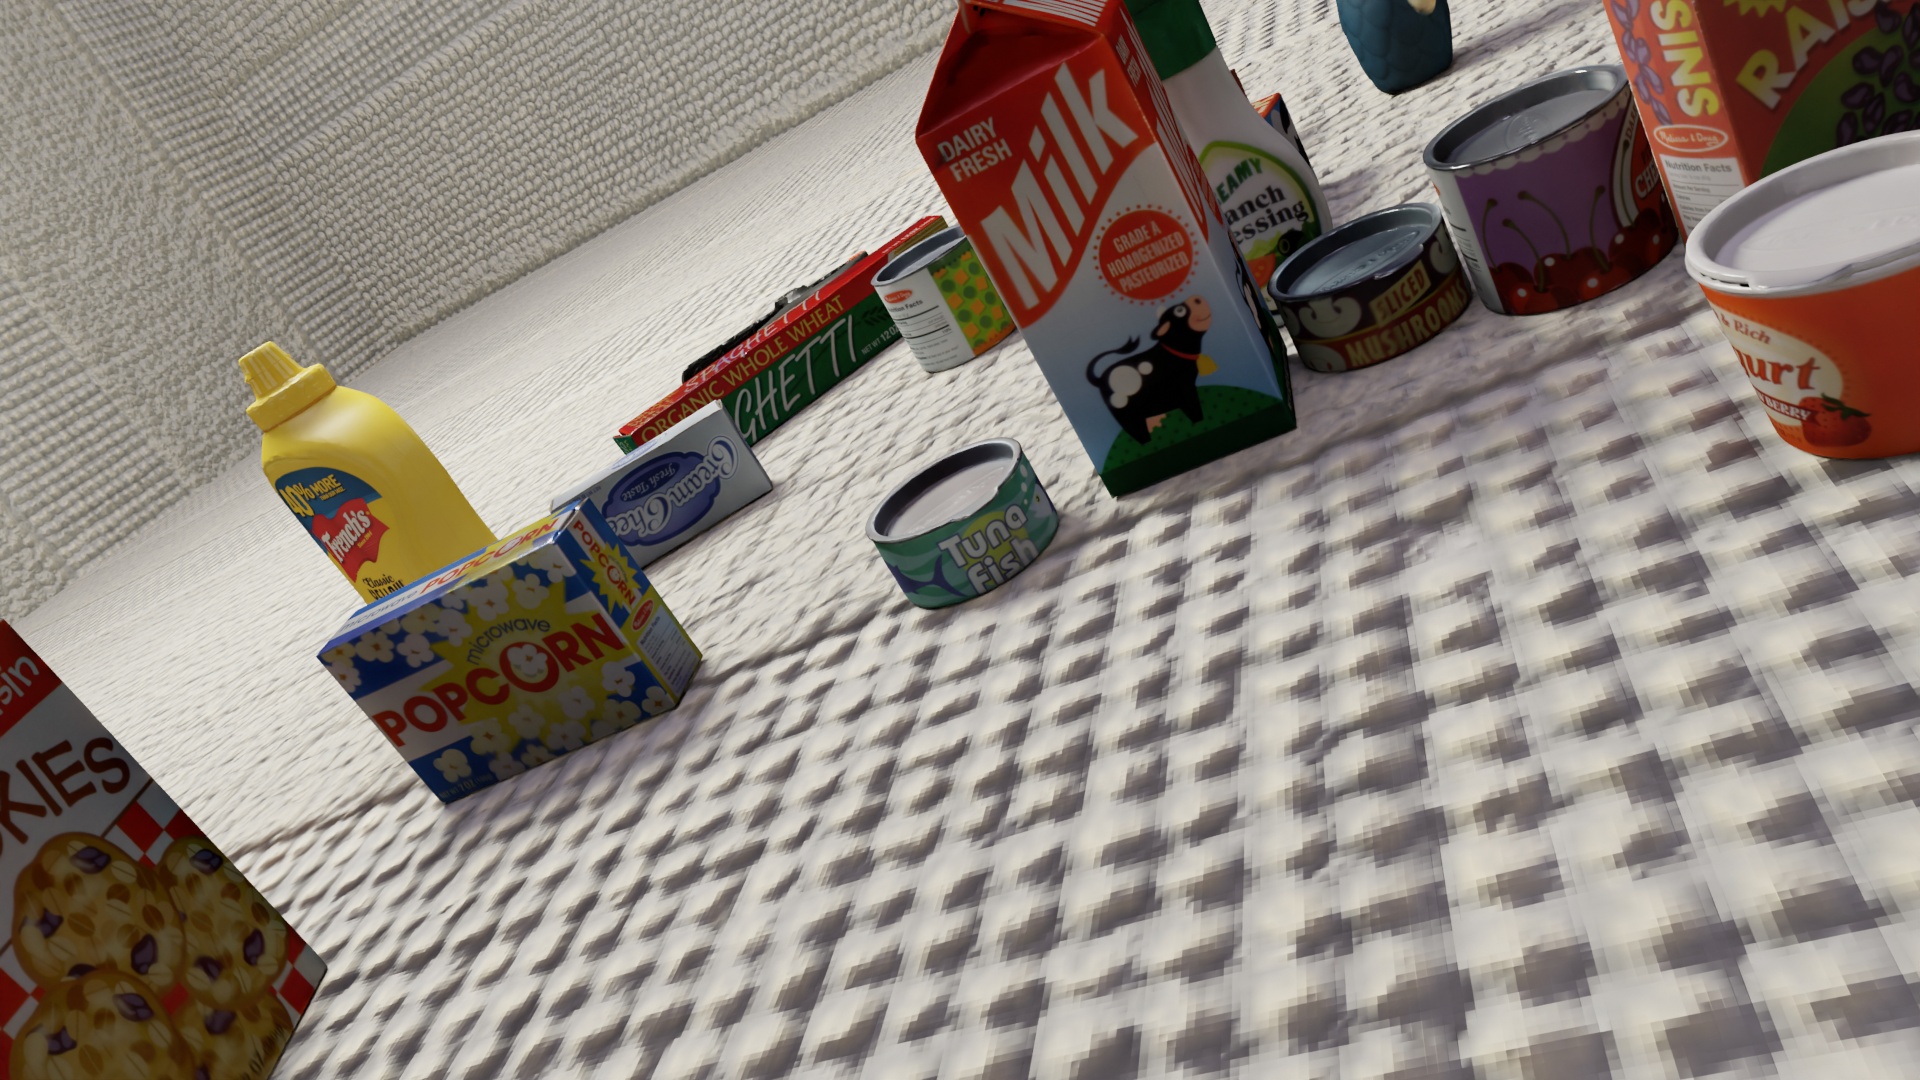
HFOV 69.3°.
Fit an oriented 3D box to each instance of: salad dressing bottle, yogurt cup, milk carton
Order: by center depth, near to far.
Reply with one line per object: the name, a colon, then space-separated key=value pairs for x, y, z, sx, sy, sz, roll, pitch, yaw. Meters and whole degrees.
yogurt cup: x=0.211 y=-0.056 z=0.321 sx=0.072 sy=0.053 sz=0.073 roll=-26 pitch=22 yaw=12
milk carton: x=0.046 y=-0.118 z=0.487 sx=0.073 sy=0.190 sz=0.073 roll=-22 pitch=23 yaw=22
salad dressing bottle: x=0.101 y=-0.156 z=0.556 sx=0.064 sy=0.147 sz=0.044 roll=-26 pitch=22 yaw=14

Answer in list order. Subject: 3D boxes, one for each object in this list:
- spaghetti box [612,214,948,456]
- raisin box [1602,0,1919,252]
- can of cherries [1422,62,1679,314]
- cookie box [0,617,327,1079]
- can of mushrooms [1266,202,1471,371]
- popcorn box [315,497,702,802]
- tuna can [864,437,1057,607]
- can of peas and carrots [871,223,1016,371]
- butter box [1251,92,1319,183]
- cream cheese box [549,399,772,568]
spaghetti box: x=-0.096 y=-0.115 z=0.853 sx=0.251 sy=0.050 sz=0.028 roll=-39 pitch=23 yaw=-20
raisin box: x=0.236 y=-0.147 z=0.394 sx=0.086 sy=0.123 sz=0.040 roll=-32 pitch=21 yaw=-3
can of cherries: x=0.200 y=-0.118 z=0.465 sx=0.071 sy=0.058 sz=0.072 roll=-26 pitch=22 yaw=12
cookie box: x=-0.284 y=0.122 z=0.424 sx=0.040 sy=0.167 sz=0.123 roll=-28 pitch=22 yaw=8
can of mushrooms: x=0.150 y=-0.092 z=0.507 sx=0.071 sy=0.033 sz=0.071 roll=-26 pitch=22 yaw=12
popcorn box: x=-0.183 y=0.047 z=0.566 sx=0.126 sy=0.085 sz=0.038 roll=-24 pitch=23 yaw=18
tuna can: x=0.002 y=-0.006 z=0.515 sx=0.071 sy=0.032 sz=0.071 roll=-26 pitch=22 yaw=12
can of peas and carrots: x=-0.005 y=-0.136 z=0.769 sx=0.071 sy=0.058 sz=0.071 roll=-26 pitch=22 yaw=12
butter box: x=0.139 y=-0.168 z=0.661 sx=0.024 sy=0.053 sz=0.104 roll=-13 pitch=28 yaw=39
cream cheese box: x=-0.156 y=-0.024 z=0.729 sx=0.104 sy=0.053 sz=0.024 roll=-32 pitch=21 yaw=-3
